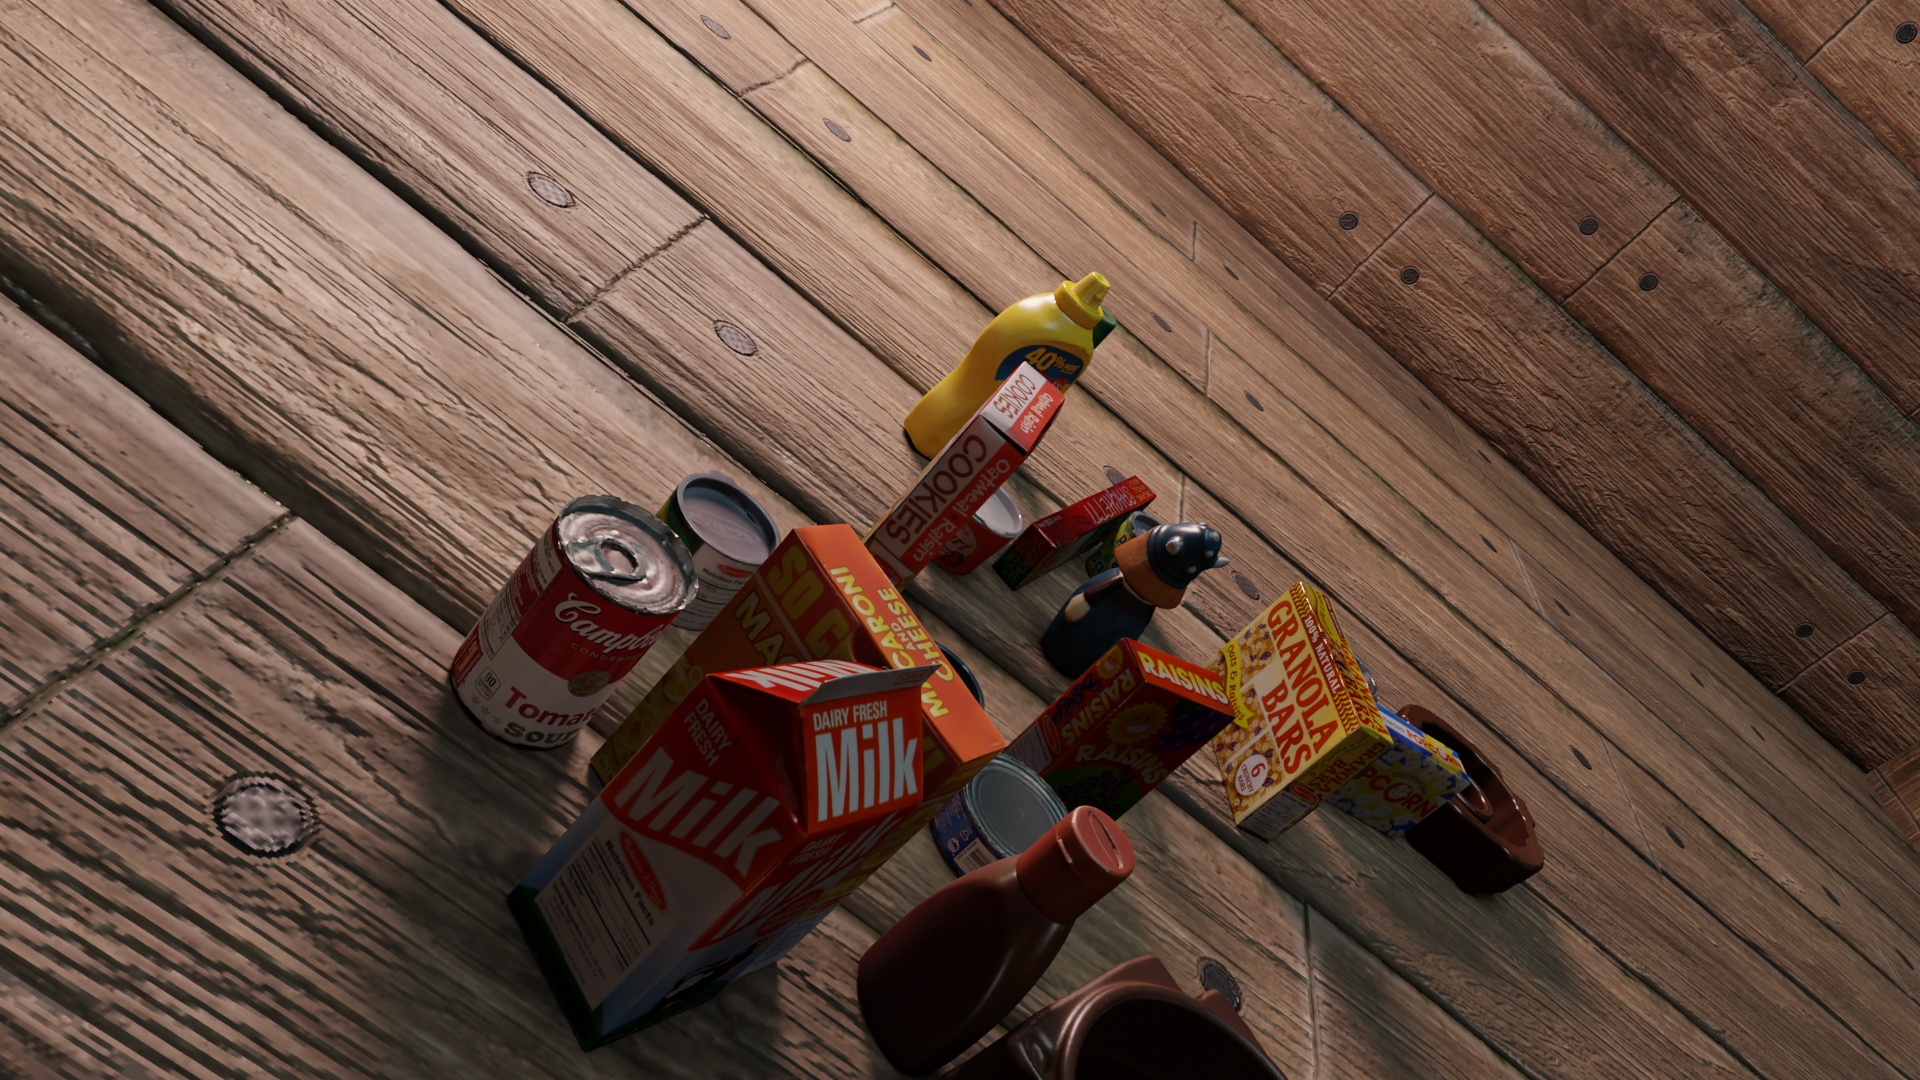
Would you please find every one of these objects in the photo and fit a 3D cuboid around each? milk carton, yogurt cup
[{"bbox_3d":[-0.085,0.108,0.535,0.072,0.189,0.073,-2,51,-56],"label":"milk carton"},{"bbox_3d":[0.004,-0.013,0.998,0.072,0.053,0.073,33,27,-20],"label":"yogurt cup"}]

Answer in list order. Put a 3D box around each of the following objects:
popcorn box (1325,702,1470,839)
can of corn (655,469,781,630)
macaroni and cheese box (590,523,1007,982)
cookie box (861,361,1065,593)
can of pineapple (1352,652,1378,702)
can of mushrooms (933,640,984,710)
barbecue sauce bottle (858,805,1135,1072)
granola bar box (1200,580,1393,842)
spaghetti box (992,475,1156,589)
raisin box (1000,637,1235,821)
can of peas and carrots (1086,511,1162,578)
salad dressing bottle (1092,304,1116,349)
[{"bbox_3d":[0.342,0.186,1.141,0.126,0.085,0.038,31,28,-24],"label":"popcorn box"},{"bbox_3d":[-0.142,0.005,0.762,0.071,0.058,0.071,33,27,-20],"label":"can of corn"},{"bbox_3d":[-0.076,0.093,0.600,0.124,0.166,0.040,53,27,19],"label":"macaroni and cheese box"},{"bbox_3d":[-0.010,-0.028,0.872,0.040,0.166,0.123,42,26,-4],"label":"cookie box"},{"bbox_3d":[0.328,0.131,1.235,0.071,0.057,0.071,33,27,-20],"label":"can of pineapple"},{"bbox_3d":[-0.022,0.092,0.827,0.071,0.033,0.071,33,28,-20],"label":"can of mushrooms"},{"bbox_3d":[0.016,0.176,0.624,0.044,0.148,0.065,14,38,-46],"label":"barbecue sauce bottle"},{"bbox_3d":[0.247,0.127,1.051,0.039,0.123,0.166,31,28,-24],"label":"granola bar box"},{"bbox_3d":[0.099,-0.011,1.134,0.029,0.050,0.251,48,26,9],"label":"spaghetti box"},{"bbox_3d":[0.094,0.120,0.847,0.086,0.123,0.040,24,32,-35],"label":"raisin box"},{"bbox_3d":[0.145,0.019,1.145,0.071,0.058,0.071,33,27,-20],"label":"can of peas and carrots"},{"bbox_3d":[0.072,-0.142,1.183,0.064,0.147,0.044,51,26,14],"label":"salad dressing bottle"}]
